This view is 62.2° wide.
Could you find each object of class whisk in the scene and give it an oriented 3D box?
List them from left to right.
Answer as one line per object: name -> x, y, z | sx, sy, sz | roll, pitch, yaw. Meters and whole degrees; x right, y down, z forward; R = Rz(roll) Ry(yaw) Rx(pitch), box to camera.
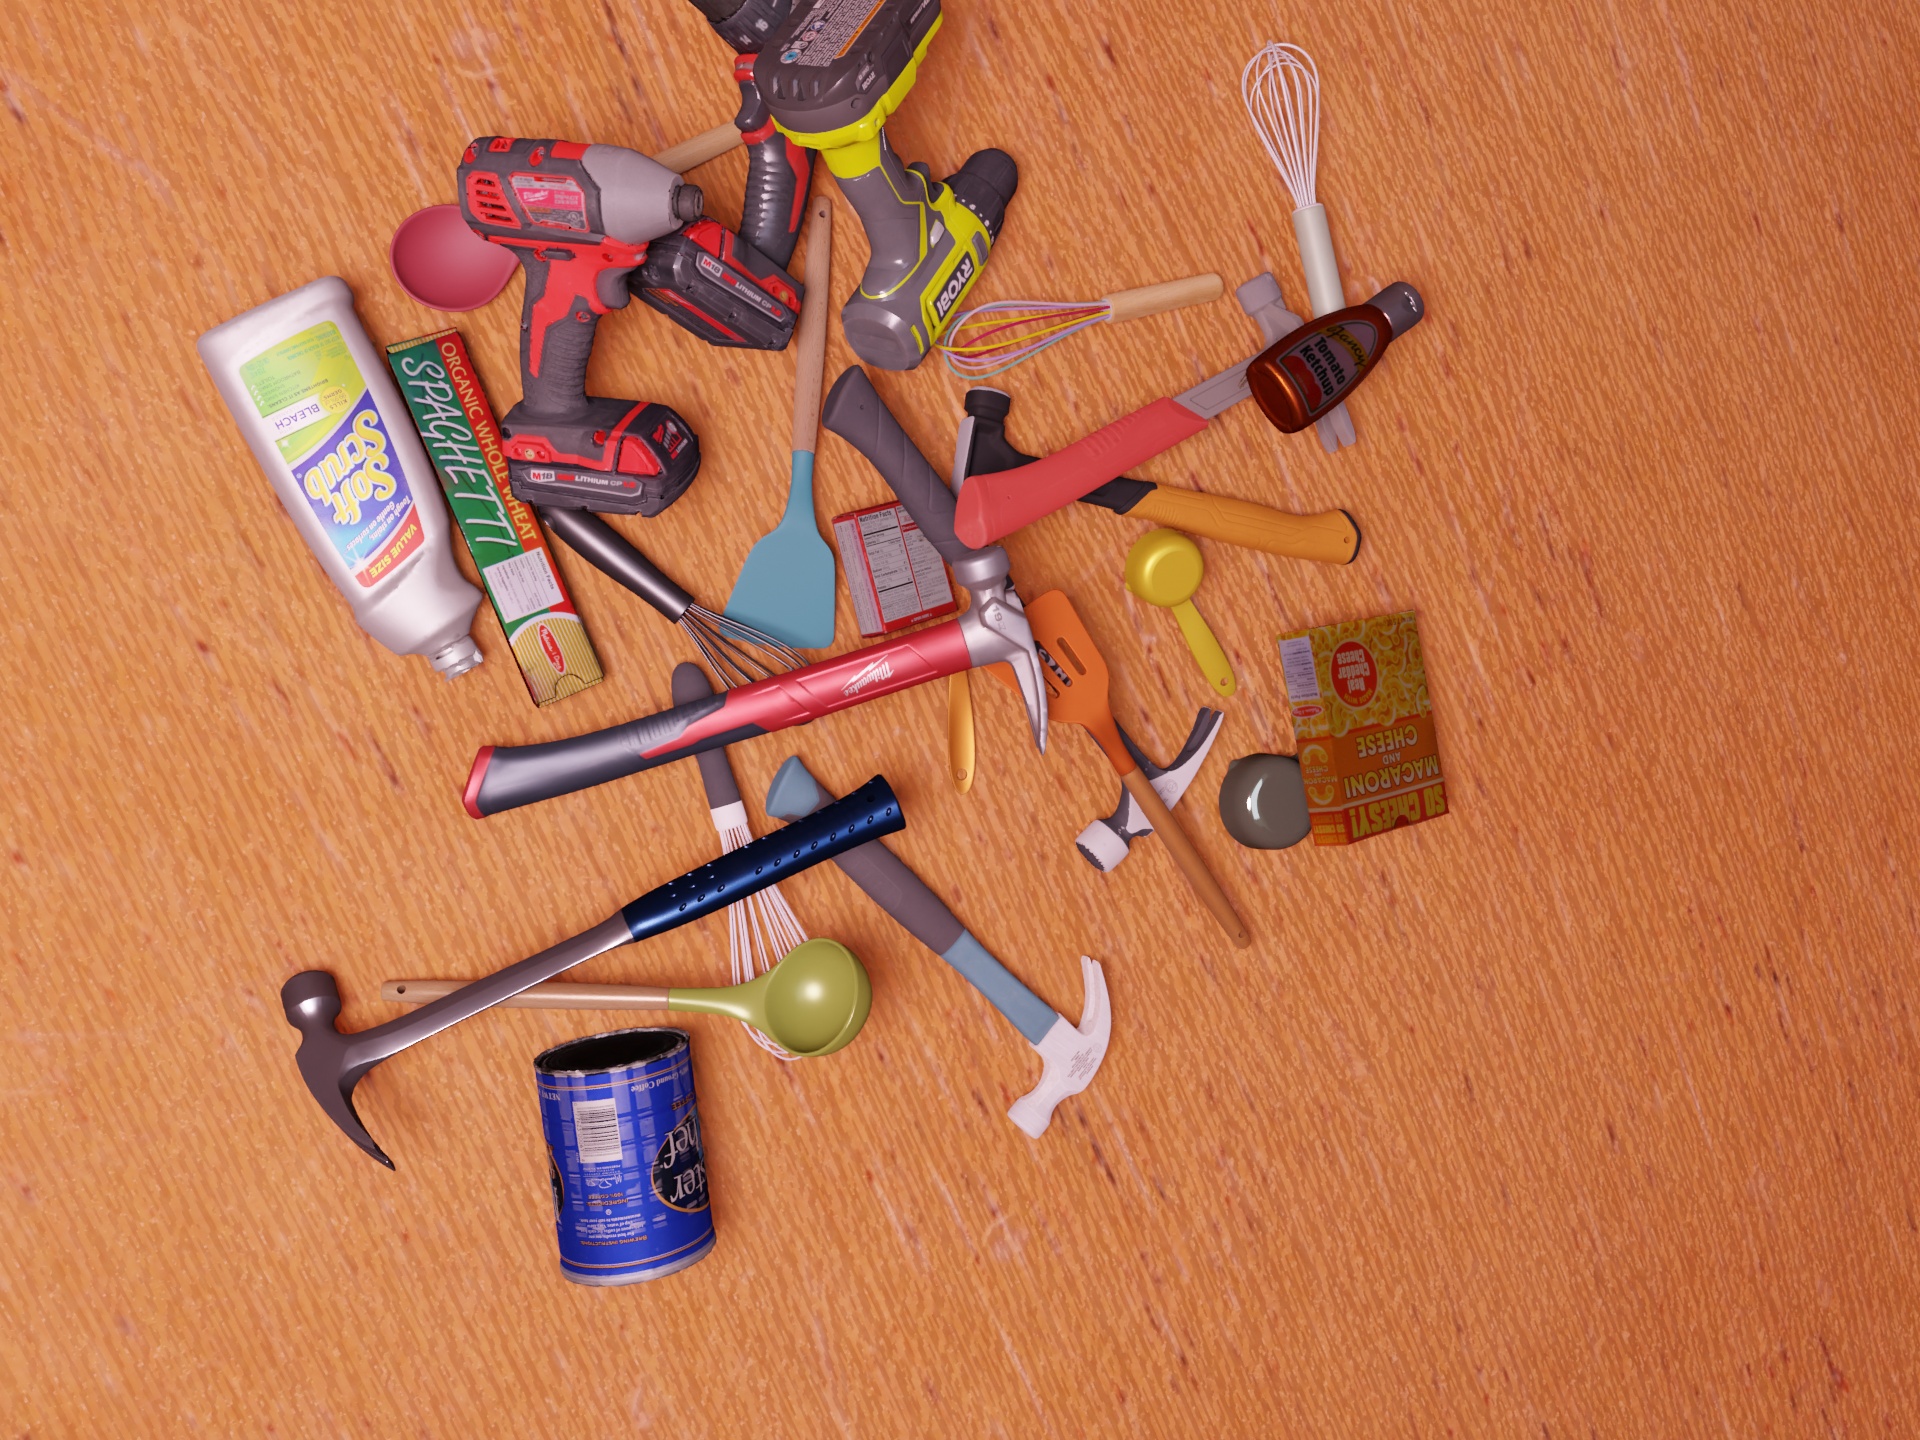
whisk -> -0.189, -0.075, 1.082 | 0.239, 0.055, 0.055 | 39, 79, -9
whisk -> -0.150, 0.096, 1.097 | 0.070, 0.070, 0.284 | -17, 91, -18
whisk -> 0.091, -0.298, 1.177 | 0.245, 0.047, 0.051 | -17, 95, -21
whisk -> 0.265, -0.400, 1.224 | 0.058, 0.059, 0.246 | -13, 93, 9

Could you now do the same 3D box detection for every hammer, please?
hammer -> -0.221, 0.141, 1.019 | 0.405, 0.035, 0.144 | -25, 54, -13
hammer -> -0.135, 0.008, 1.054 | 0.386, 0.038, 0.143 | -18, 103, -2
hammer -> -0.017, 0.152, 1.152 | 0.331, 0.033, 0.128 | 45, 78, -14
hammer -> 0.040, -0.082, 1.134 | 0.149, 0.036, 0.408 | -43, 112, -11
hammer -> 0.142, -0.201, 1.154 | 0.359, 0.037, 0.149 | -32, 97, -30
hammer -> 0.153, -0.155, 1.204 | 0.336, 0.034, 0.127 | 9, 87, -19

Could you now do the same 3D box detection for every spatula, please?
spatula -> -0.113, -0.211, 1.119 | 0.082, 0.044, 0.317 | 6, 84, -17
spatula -> 0.130, 0.050, 1.162 | 0.081, 0.041, 0.322 | -41, 115, -12

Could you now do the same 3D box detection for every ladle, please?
ladle -> -0.236, -0.359, 1.071 | 0.315, 0.031, 0.069 | -32, 105, -18
ladle -> -0.217, 0.177, 1.032 | 0.320, 0.062, 0.078 | 2, 66, -2

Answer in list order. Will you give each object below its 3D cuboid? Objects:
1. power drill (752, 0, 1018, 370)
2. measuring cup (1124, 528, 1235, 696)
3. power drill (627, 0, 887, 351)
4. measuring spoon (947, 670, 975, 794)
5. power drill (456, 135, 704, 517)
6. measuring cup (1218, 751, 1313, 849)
power drill -> -0.036, -0.375, 1.056 | 0.191, 0.080, 0.228 | -60, 150, -23
measuring cup -> 0.177, -0.074, 1.198 | 0.062, 0.029, 0.156 | -35, 117, -4
power drill -> -0.148, -0.377, 1.039 | 0.187, 0.080, 0.227 | 27, 82, -47
measuring spoon -> -0.002, -0.004, 1.168 | 0.021, 0.011, 0.117 | -5, 96, -19
power drill -> -0.223, -0.243, 0.980 | 0.143, 0.079, 0.219 | 7, 123, 8
measuring cup -> 0.276, 0.035, 1.247 | 0.167, 0.038, 0.083 | -41, 103, -14
